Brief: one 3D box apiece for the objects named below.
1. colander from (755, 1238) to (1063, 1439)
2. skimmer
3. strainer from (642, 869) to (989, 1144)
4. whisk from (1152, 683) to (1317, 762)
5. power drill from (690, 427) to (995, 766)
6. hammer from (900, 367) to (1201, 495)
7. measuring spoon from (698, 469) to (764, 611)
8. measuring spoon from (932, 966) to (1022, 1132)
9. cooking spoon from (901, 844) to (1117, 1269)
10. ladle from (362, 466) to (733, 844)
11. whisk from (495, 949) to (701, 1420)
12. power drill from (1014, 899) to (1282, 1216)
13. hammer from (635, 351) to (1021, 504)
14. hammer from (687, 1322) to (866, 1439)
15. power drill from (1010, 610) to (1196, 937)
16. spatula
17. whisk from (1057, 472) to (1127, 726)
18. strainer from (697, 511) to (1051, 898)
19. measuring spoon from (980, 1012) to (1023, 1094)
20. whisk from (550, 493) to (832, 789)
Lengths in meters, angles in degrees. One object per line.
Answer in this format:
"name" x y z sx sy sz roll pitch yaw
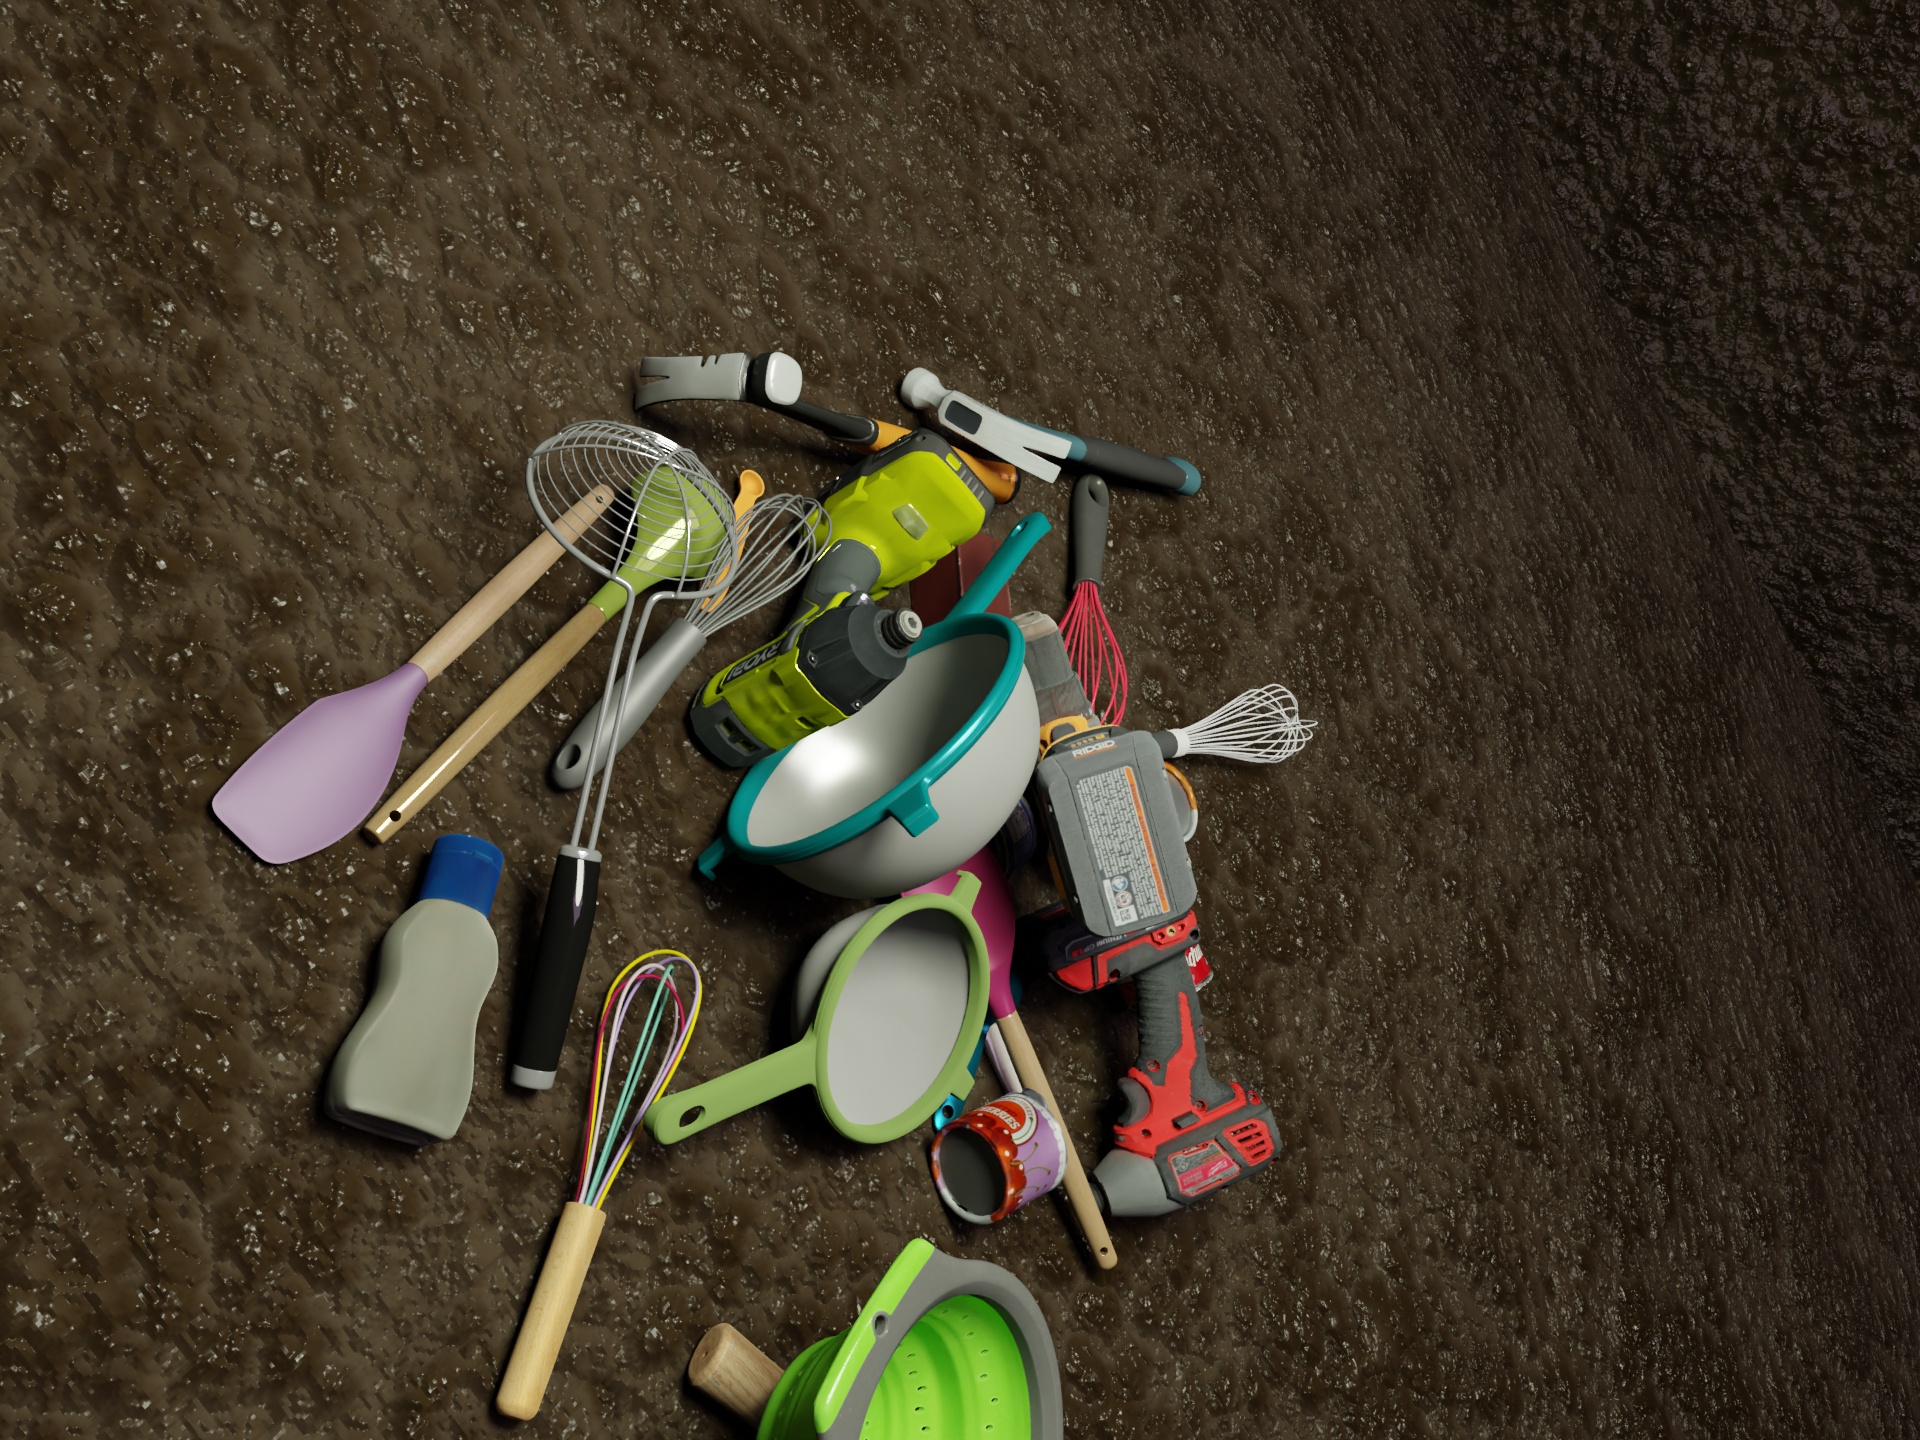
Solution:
"colander" -0.010 0.442 0.830 0.204 0.094 0.396 -50 126 -47
"skimmer" -0.203 0.011 0.864 0.127 0.090 0.363 15 81 -32
"strainer" -0.089 0.179 0.912 0.256 0.069 0.151 -15 112 -46
"whisk" 0.195 0.015 1.307 0.284 0.070 0.070 -8 78 -42
"power drill" -0.063 -0.080 0.995 0.080 0.171 0.223 46 42 -22
"hammer" 0.098 -0.222 1.300 0.128 0.033 0.330 37 21 32
"measuring spoon" -0.152 -0.117 1.039 0.021 0.011 0.117 35 53 -30
"measuring spoon" 0.011 0.210 1.036 0.042 0.021 0.129 34 54 -14
"cooking spoon" 0.038 0.214 1.035 0.069 0.017 0.319 -23 96 -12
"ladle" -0.230 -0.042 0.907 0.078 0.062 0.320 51 50 -19
"whisk" -0.189 0.230 0.819 0.047 0.051 0.245 23 58 -13
"power drill" 0.120 0.225 1.081 0.143 0.078 0.219 -21 93 -13
"hammer" -0.068 -0.198 1.112 0.336 0.127 0.034 8 89 -55
"hammer" -0.027 0.443 0.887 0.331 0.031 0.130 46 44 -21
"power drill" 0.079 0.029 1.045 0.226 0.084 0.185 -116 -170 -78
"spatula" -0.278 -0.039 0.863 0.059 0.018 0.316 49 45 -19
"whisk" 0.099 -0.090 1.253 0.073 0.073 0.296 34 44 -31
"strainer" -0.002 -0.003 0.986 0.095 0.211 0.340 54 46 -21
"measuring spoon" 0.037 0.235 1.061 0.034 0.018 0.124 -23 88 -49
"whisk" -0.157 -0.049 0.932 0.055 0.055 0.239 47 65 -20
